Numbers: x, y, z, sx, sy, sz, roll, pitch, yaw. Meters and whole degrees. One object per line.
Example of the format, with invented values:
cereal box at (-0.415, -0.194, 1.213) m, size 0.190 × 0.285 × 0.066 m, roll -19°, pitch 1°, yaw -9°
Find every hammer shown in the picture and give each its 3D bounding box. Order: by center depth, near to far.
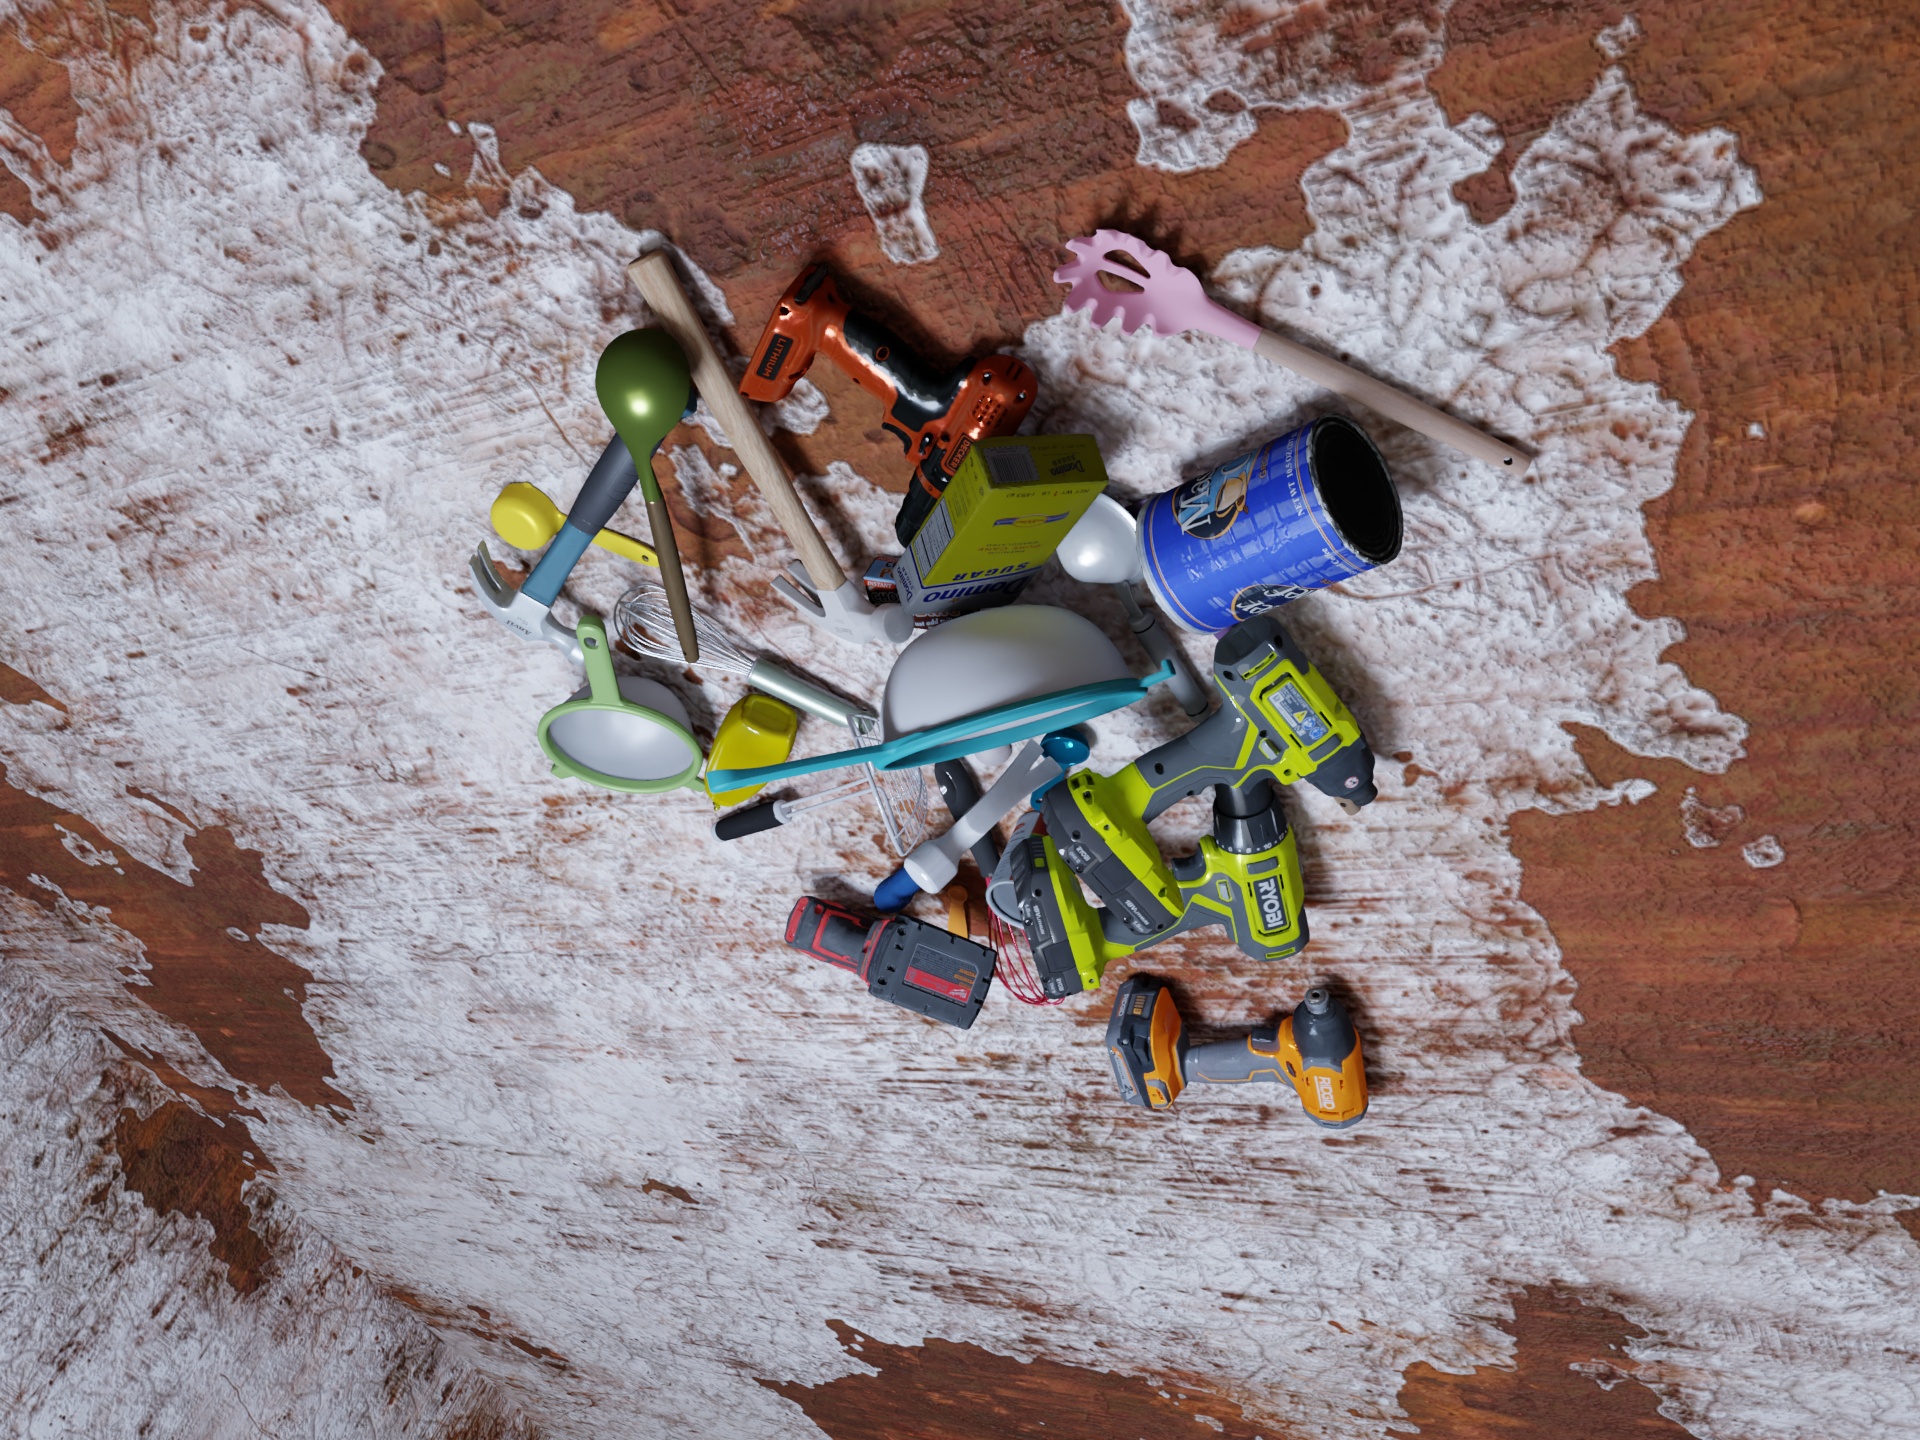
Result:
hammer at (-0.151, -0.196, 1.188) m, size 0.130 × 0.031 × 0.331 m, roll 9°, pitch 135°, yaw 53°
hammer at (-0.300, -0.168, 1.293) m, size 0.128 × 0.033 × 0.331 m, roll 30°, pitch 134°, yaw -18°
hammer at (-0.018, 0.113, 1.342) m, size 0.035 × 0.144 × 0.405 m, roll 46°, pitch 162°, yaw 2°

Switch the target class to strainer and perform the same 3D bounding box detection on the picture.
strainer at (-0.030, -0.022, 1.155) m, size 0.211 × 0.340 × 0.095 m, roll -26°, pitch 77°, yaw 63°
strainer at (0.129, -0.078, 1.173) m, size 0.087 × 0.050 × 0.258 m, roll 4°, pitch 139°, yaw 48°
strainer at (-0.305, -0.028, 1.418) m, size 0.151 × 0.069 × 0.256 m, roll 5°, pitch 145°, yaw 2°

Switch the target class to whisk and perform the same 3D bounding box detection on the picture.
whisk at (-0.186, -0.048, 1.375) m, size 0.246 × 0.059 × 0.058 m, roll 26°, pitch 176°, yaw -3°
whisk at (0.036, 0.150, 1.449) m, size 0.073 × 0.073 × 0.295 m, roll -4°, pitch 124°, yaw 31°

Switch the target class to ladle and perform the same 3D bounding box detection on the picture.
ladle at (-0.223, -0.160, 1.227) m, size 0.078 × 0.062 × 0.319 m, roll 33°, pitch 149°, yaw 25°

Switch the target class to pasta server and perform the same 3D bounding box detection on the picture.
pasta server at (0.207, -0.222, 0.982) m, size 0.316 × 0.040 × 0.060 m, roll 26°, pitch 122°, yaw 1°

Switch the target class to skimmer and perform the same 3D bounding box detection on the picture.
skimmer at (-0.149, 0.080, 1.425) m, size 0.363 × 0.090 × 0.127 m, roll -19°, pitch 93°, yaw 49°

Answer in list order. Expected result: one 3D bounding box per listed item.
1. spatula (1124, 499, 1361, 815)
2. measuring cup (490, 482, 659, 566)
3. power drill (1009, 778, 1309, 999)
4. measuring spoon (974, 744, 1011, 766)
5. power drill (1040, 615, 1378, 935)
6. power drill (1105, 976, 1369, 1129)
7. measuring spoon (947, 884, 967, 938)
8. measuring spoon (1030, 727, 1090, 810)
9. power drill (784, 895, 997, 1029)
spatula at (0.216, -0.041, 1.179) m, size 0.060 × 0.018 × 0.315 m, roll -13°, pitch 124°, yaw 45°
measuring cup at (-0.328, -0.154, 1.349) m, size 0.156 × 0.029 × 0.062 m, roll 21°, pitch 139°, yaw 9°
power drill at (0.161, 0.126, 1.286) m, size 0.228 × 0.080 × 0.190 m, roll -15°, pitch 119°, yaw 4°
measuring spoon at (-0.002, -0.004, 1.336) m, size 0.034 × 0.018 × 0.124 m, roll -19°, pitch 121°, yaw 41°
power drill at (0.187, 0.051, 1.170) m, size 0.223 × 0.080 × 0.171 m, roll -37°, pitch 114°, yaw 12°
power drill at (0.254, 0.297, 1.465) m, size 0.226 × 0.084 × 0.164 m, roll 1°, pitch 132°, yaw 22°
measuring spoon at (-0.001, 0.194, 1.551) m, size 0.021 × 0.011 × 0.116 m, roll 15°, pitch 142°, yaw 13°
measuring spoon at (0.079, 0.039, 1.343) m, size 0.042 × 0.021 × 0.128 m, roll 13°, pitch 148°, yaw -4°
power drill at (-0.065, 0.224, 1.513) m, size 0.143 × 0.078 × 0.220 m, roll 26°, pitch 170°, yaw -28°
